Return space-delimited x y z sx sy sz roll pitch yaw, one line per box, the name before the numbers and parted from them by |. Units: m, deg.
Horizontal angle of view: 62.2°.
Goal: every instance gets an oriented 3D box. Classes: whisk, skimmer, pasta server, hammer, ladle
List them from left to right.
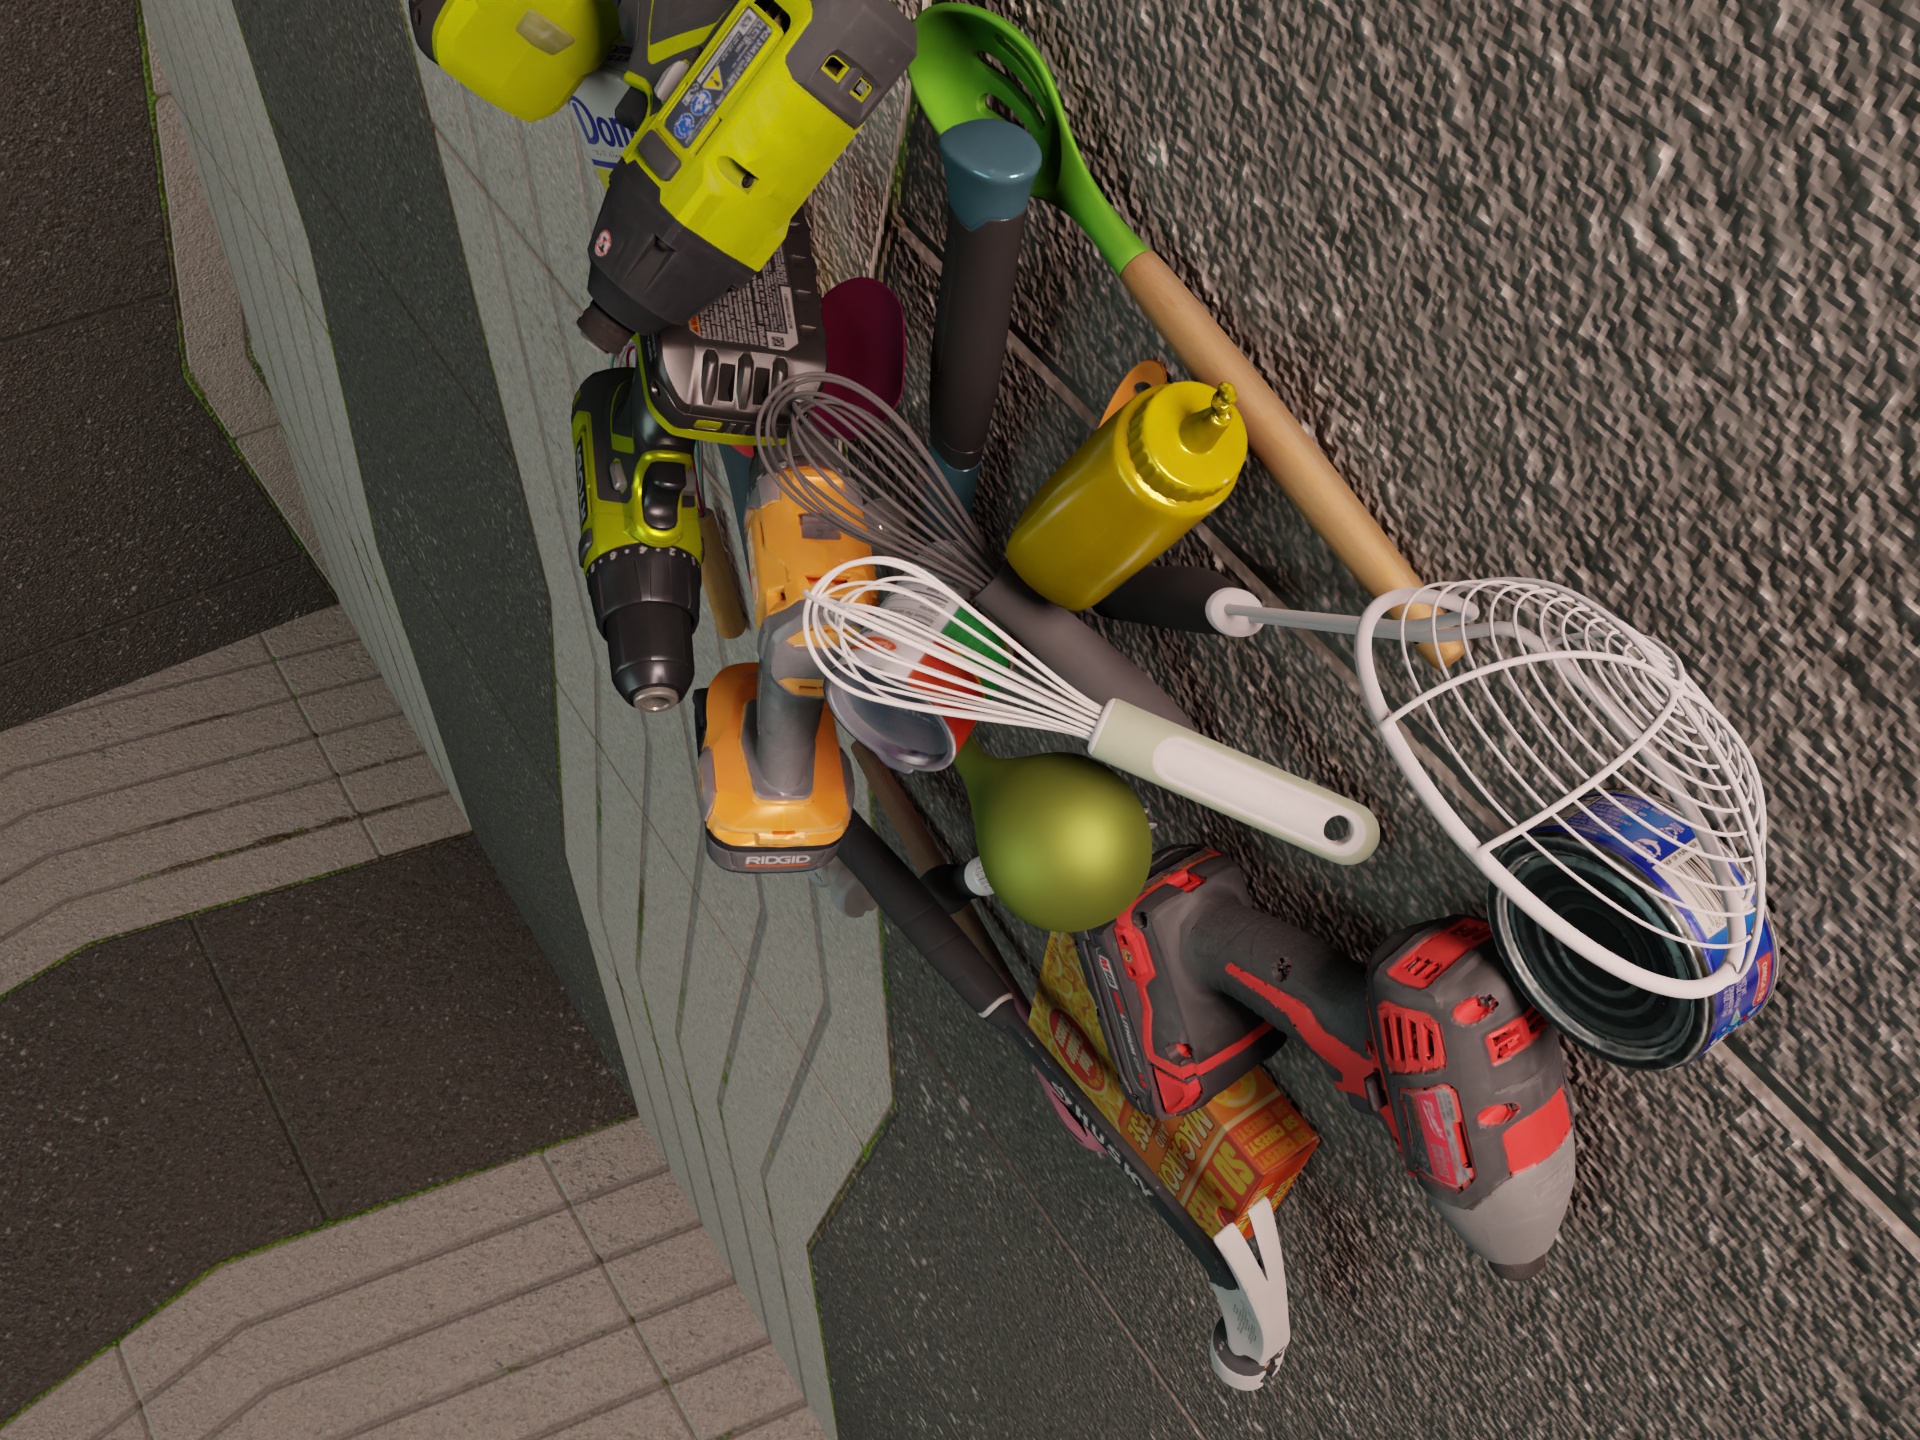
whisk | -0.185 -0.156 1.082 0.047 0.051 0.244 31 144 42
hammer | -0.124 -0.046 1.073 0.143 0.038 0.386 40 147 45
hammer | -0.002 -0.131 0.704 0.128 0.033 0.330 53 161 20
ladle | -0.001 -0.002 0.781 0.078 0.062 0.320 -68 29 19
pasta server | 0.017 0.133 0.981 0.316 0.040 0.060 57 156 25
whisk | 0.012 -0.056 0.665 0.239 0.055 0.055 41 158 -9
whisk | 0.026 0.077 0.852 0.070 0.070 0.284 63 157 2
hammer | 0.028 0.163 0.846 0.409 0.036 0.149 45 157 33
whisk | 0.049 -0.001 0.626 0.246 0.058 0.059 24 -176 6
skimmer | 0.110 -0.005 0.529 0.090 0.127 0.363 -67 21 -1

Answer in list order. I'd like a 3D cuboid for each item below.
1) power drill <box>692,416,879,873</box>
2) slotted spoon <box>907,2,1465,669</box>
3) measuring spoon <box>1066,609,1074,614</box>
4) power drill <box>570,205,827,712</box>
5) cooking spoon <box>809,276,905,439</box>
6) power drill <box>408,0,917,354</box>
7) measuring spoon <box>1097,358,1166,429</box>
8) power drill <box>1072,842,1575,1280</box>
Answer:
power drill | -0.094 -0.047 0.850 0.226 0.084 0.186 108 157 -48
slotted spoon | 0.078 -0.144 0.573 0.314 0.031 0.070 55 157 15
measuring spoon | 0.047 -0.066 0.732 0.034 0.018 0.124 23 150 12
power drill | -0.137 -0.130 0.768 0.228 0.080 0.191 129 136 -54
cooking spoon | -0.094 -0.170 0.788 0.319 0.017 0.068 15 106 62
power drill | -0.134 -0.266 0.647 0.080 0.171 0.223 19 -152 -54
measuring spoon | 0.060 -0.102 0.652 0.021 0.011 0.116 26 136 4
power drill | 0.150 0.134 0.650 0.220 0.078 0.143 12 125 57
